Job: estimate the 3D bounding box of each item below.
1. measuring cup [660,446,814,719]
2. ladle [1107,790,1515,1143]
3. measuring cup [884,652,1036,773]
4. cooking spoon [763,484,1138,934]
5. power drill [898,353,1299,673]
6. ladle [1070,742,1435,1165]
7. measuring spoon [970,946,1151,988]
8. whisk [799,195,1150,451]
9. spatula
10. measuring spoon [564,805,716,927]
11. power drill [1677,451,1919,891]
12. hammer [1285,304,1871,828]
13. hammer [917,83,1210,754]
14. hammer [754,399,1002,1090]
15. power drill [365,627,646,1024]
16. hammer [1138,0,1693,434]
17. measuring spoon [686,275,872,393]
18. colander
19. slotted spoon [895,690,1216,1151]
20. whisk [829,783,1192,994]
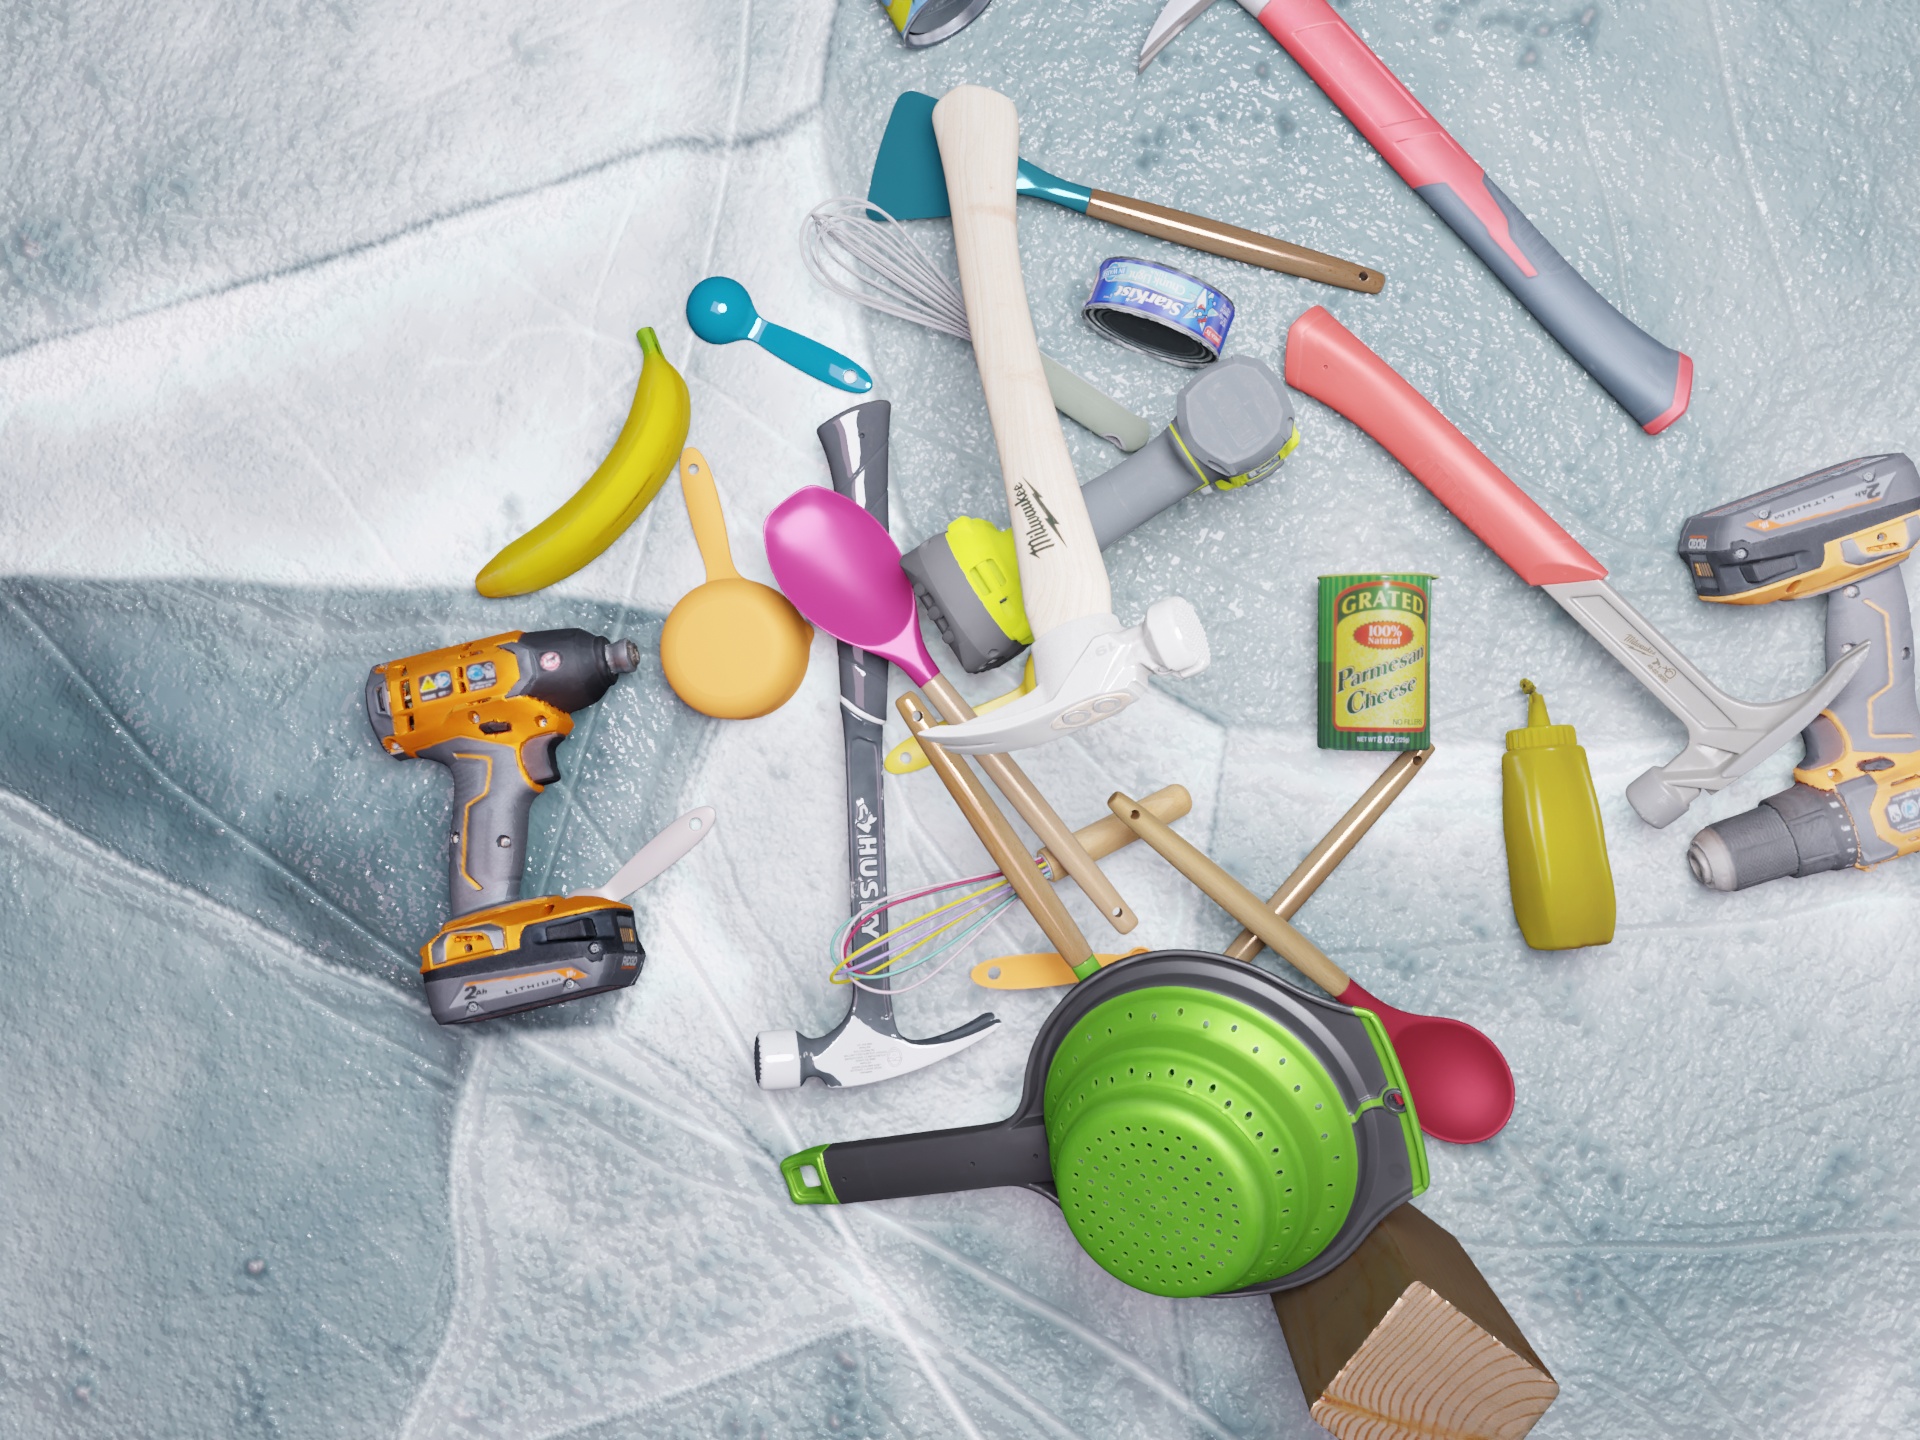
[{"bbox_3d":[-0.149,-0.084,0.969,0.095,0.052,0.173,-14,92,4],"label":"measuring cup"},{"bbox_3d":[0.204,0.142,0.931,0.315,0.031,0.069,40,82,-12],"label":"ladle"},{"bbox_3d":[0.022,-0.004,0.971,0.156,0.029,0.062,-26,90,5],"label":"measuring cup"},{"bbox_3d":[-0.001,-0.003,0.918,0.069,0.017,0.319,-39,90,-5],"label":"cooking spoon"},{"bbox_3d":[0.087,-0.118,0.905,0.223,0.171,0.080,-32,87,12],"label":"power drill"},{"bbox_3d":[0.179,0.135,0.952,0.078,0.062,0.320,41,91,-12],"label":"ladle"},{"bbox_3d":[0.062,0.150,0.966,0.117,0.011,0.021,-2,92,-14],"label":"measuring spoon"},{"bbox_3d":[0.010,-0.236,0.960,0.246,0.058,0.059,33,85,-2],"label":"whisk"},{"bbox_3d":[0.102,-0.306,0.964,0.317,0.044,0.082,16,91,-1],"label":"spatula"},{"bbox_3d":[-0.202,0.094,0.994,0.124,0.018,0.034,-39,89,4],"label":"measuring spoon"},{"bbox_3d":[0.490,-0.019,0.918,0.185,0.084,0.226,-20,94,6],"label":"power drill"},{"bbox_3d":[0.327,-0.113,0.908,0.359,0.036,0.149,48,120,12],"label":"hammer"},{"bbox_3d":[0.021,-0.179,0.850,0.146,0.038,0.411,-23,59,24],"label":"hammer"},{"bbox_3d":[-0.052,0.014,0.952,0.149,0.036,0.409,-1,93,-12],"label":"hammer"},{"bbox_3d":[-0.258,0.056,0.958,0.164,0.084,0.226,-14,79,4],"label":"power drill"},{"bbox_3d":[0.278,-0.309,0.943,0.143,0.038,0.386,-42,88,5],"label":"hammer"},{"bbox_3d":[-0.112,-0.235,0.978,0.128,0.021,0.042,27,93,4],"label":"measuring spoon"},{"bbox_3d":[0.046,0.251,0.874,0.397,0.094,0.204,-16,97,28],"label":"colander"},{"bbox_3d":[0.053,0.117,0.905,0.070,0.031,0.314,-34,94,-8],"label":"slotted spoon"},{"bbox_3d":[0.031,0.096,0.941,0.245,0.051,0.047,-25,128,-16],"label":"whisk"}]
